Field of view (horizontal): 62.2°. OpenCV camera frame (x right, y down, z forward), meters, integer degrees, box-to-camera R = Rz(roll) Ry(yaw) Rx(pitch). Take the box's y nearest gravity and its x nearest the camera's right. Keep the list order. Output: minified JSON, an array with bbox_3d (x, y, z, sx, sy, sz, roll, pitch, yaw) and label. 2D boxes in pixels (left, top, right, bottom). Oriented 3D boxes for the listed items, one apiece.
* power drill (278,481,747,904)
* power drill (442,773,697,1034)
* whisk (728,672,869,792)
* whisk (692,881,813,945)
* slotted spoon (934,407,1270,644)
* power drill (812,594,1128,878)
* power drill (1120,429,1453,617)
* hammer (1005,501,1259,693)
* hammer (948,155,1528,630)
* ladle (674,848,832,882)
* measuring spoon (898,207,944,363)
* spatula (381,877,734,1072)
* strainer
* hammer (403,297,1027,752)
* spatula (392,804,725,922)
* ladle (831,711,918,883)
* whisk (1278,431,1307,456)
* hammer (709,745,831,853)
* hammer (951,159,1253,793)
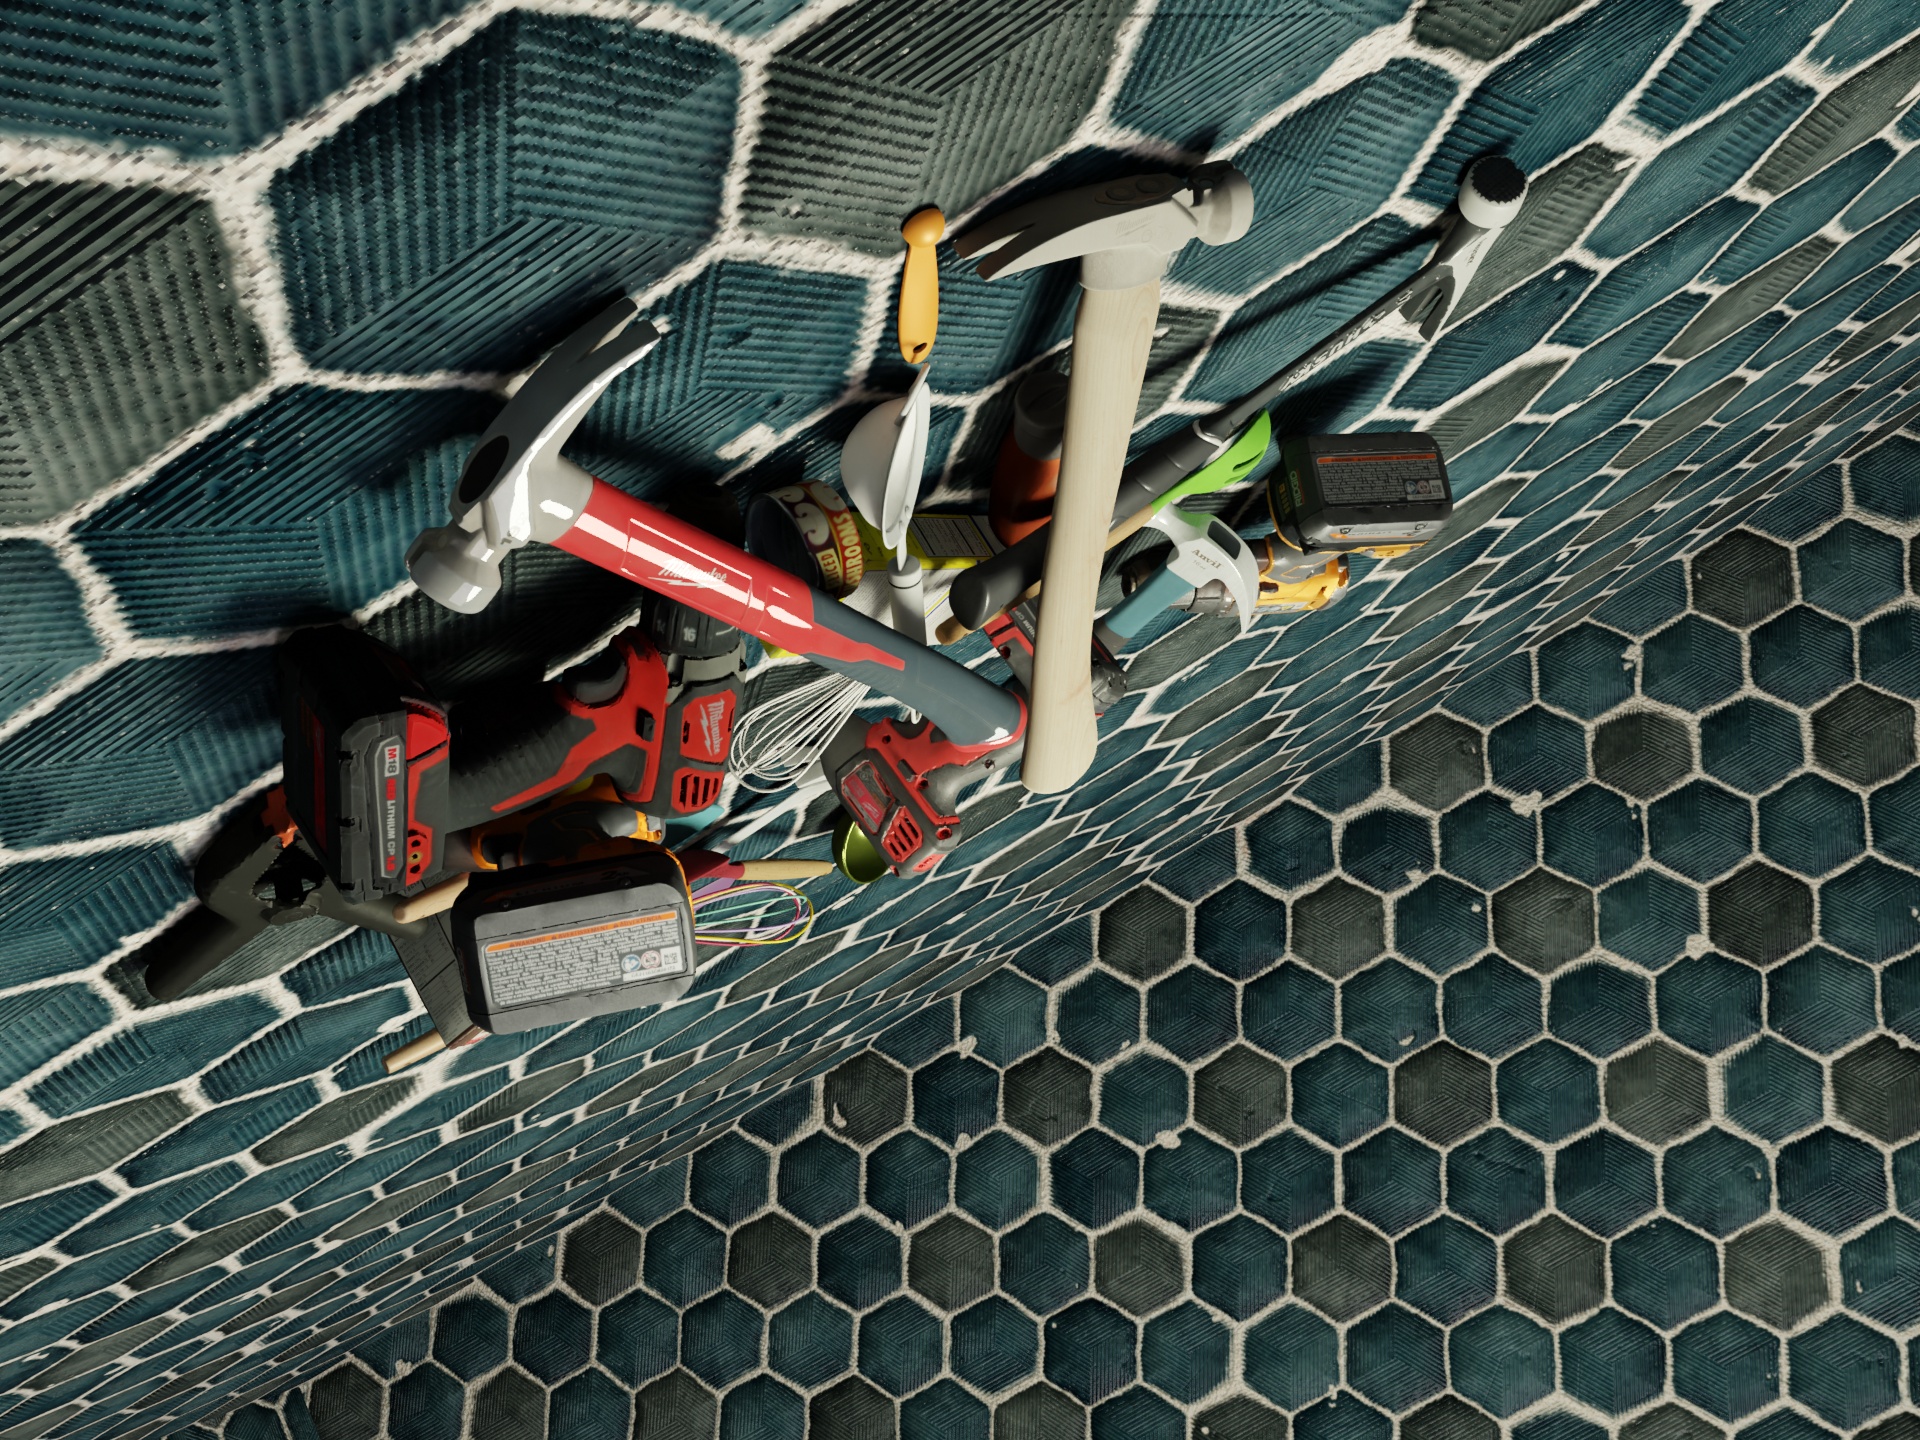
[{"bbox_3d":[-0.203,-0.018,0.774,0.226,0.080,0.187,-15,133,-38],"label":"power drill"},{"bbox_3d":[-0.238,0.086,0.893,0.164,0.084,0.227,-9,-159,-16],"label":"power drill"},{"bbox_3d":[-0.060,-0.035,1.091,0.246,0.059,0.058,-37,176,8],"label":"whisk"},{"bbox_3d":[-0.222,0.153,1.159,0.245,0.047,0.051,-6,172,-26],"label":"whisk"},{"bbox_3d":[0.101,-0.124,1.020,0.314,0.031,0.070,-34,172,-30],"label":"slotted spoon"},{"bbox_3d":[-0.002,-0.004,1.143,0.219,0.143,0.078,-41,166,14],"label":"power drill"},{"bbox_3d":[0.237,-0.135,1.194,0.185,0.084,0.226,-5,166,-16],"label":"power drill"},{"bbox_3d":[0.117,-0.070,1.237,0.331,0.128,0.033,-42,-160,59],"label":"hammer"},{"bbox_3d":[0.161,-0.181,0.952,0.409,0.036,0.149,-36,166,-9],"label":"hammer"},{"bbox_3d":[-0.168,0.121,1.287,0.069,0.031,0.315,-22,170,15],"label":"ladle"},{"bbox_3d":[-0.017,-0.194,0.730,0.021,0.011,0.116,-27,164,-12],"label":"measuring spoon"},{"bbox_3d":[-0.300,0.191,1.233,0.316,0.018,0.059,-27,164,-38],"label":"spatula"},{"bbox_3d":[-0.033,-0.086,0.862,0.050,0.087,0.258,9,139,12],"label":"strainer"},{"bbox_3d":[-0.070,-0.062,0.775,0.143,0.038,0.386,-48,144,13],"label":"hammer"},{"bbox_3d":[-0.266,0.094,1.060,0.082,0.044,0.317,-32,178,21],"label":"spatula"},{"bbox_3d":[-0.046,0.048,1.361,0.078,0.062,0.320,-41,171,-35],"label":"ladle"},{"bbox_3d":[0.291,-0.187,1.254,0.055,0.055,0.238,-35,160,19],"label":"whisk"},{"bbox_3d":[-0.247,0.136,1.306,0.405,0.035,0.144,-34,165,13],"label":"hammer"},{"bbox_3d":[0.056,-0.098,0.867,0.146,0.038,0.410,-20,142,-21],"label":"hammer"}]
